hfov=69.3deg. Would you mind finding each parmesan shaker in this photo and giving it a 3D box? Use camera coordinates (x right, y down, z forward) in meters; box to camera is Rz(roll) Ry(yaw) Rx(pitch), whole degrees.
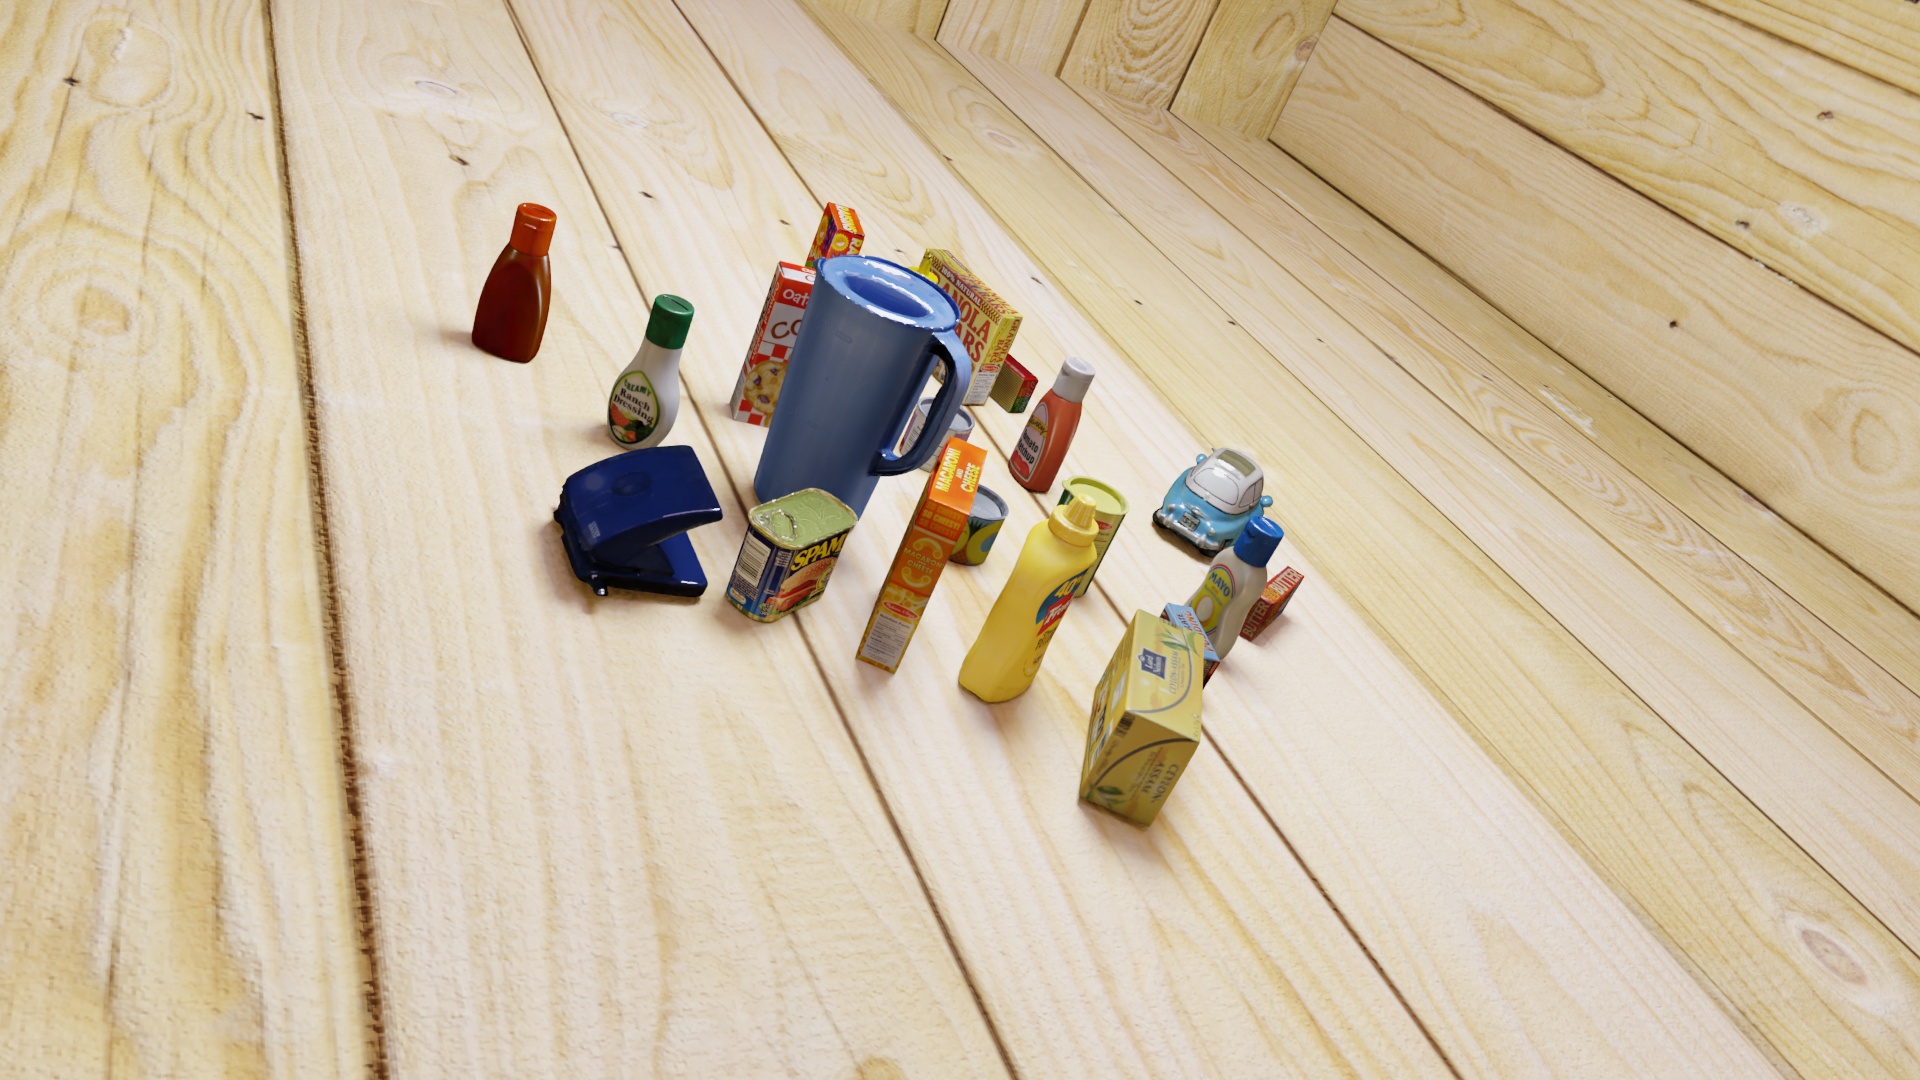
[{"bbox_3d":[0.112,-0.005,1.364,0.071,0.102,0.071,19,29,-11],"label":"parmesan shaker"}]

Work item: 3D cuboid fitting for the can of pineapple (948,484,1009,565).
[{"bbox_3d":[0.005,-0.017,1.350,0.071,0.057,0.071,19,29,-11],"label":"can of pineapple"}]

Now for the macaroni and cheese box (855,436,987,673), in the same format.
[{"bbox_3d":[-0.032,0.010,1.164,0.040,0.165,0.124,23,29,-4],"label":"macaroni and cheese box"}]

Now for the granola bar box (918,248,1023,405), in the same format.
[{"bbox_3d":[-0.005,-0.258,1.674,0.039,0.123,0.166,-3,39,-41],"label":"granola bar box"}]

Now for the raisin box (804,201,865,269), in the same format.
[{"bbox_3d":[-0.158,-0.337,1.690,0.040,0.122,0.086,12,31,-22],"label":"raisin box"}]

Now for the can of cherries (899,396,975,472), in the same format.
[{"bbox_3d":[-0.024,-0.113,1.487,0.071,0.058,0.072,19,29,-11],"label":"can of cherries"}]

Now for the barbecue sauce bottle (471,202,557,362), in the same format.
[{"bbox_3d":[-0.417,-0.245,1.315,0.065,0.147,0.044,20,29,-8],"label":"barbecue sauce bottle"}]

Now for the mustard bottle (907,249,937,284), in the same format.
[{"bbox_3d":[-0.059,-0.264,1.605,0.065,0.159,0.049,29,29,9],"label":"mustard bottle"}]

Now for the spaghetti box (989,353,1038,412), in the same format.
[{"bbox_3d":[0.004,-0.247,1.740,0.029,0.050,0.251,-6,41,-43],"label":"spaghetti box"}]

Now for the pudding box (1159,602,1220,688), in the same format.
[{"bbox_3d":[0.210,0.103,1.314,0.030,0.049,0.084,12,31,-22],"label":"pudding box"}]

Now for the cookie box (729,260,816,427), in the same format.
[{"bbox_3d":[-0.149,-0.189,1.405,0.123,0.166,0.040,10,32,-24],"label":"cookie box"}]

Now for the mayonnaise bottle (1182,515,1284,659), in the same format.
[{"bbox_3d":[0.264,0.044,1.352,0.041,0.147,0.065,2,36,-35],"label":"mayonnaise bottle"}]

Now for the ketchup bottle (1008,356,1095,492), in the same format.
[{"bbox_3d":[0.102,-0.128,1.515,0.043,0.148,0.065,6,33,-30],"label":"ketchup bottle"}]

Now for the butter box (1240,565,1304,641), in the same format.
[{"bbox_3d":[0.325,0.066,1.460,0.024,0.053,0.104,35,30,19],"label":"butter box"}]

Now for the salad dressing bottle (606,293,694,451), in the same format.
[{"bbox_3d":[-0.280,-0.152,1.266,0.064,0.147,0.044,31,29,12],"label":"salad dressing bottle"}]
